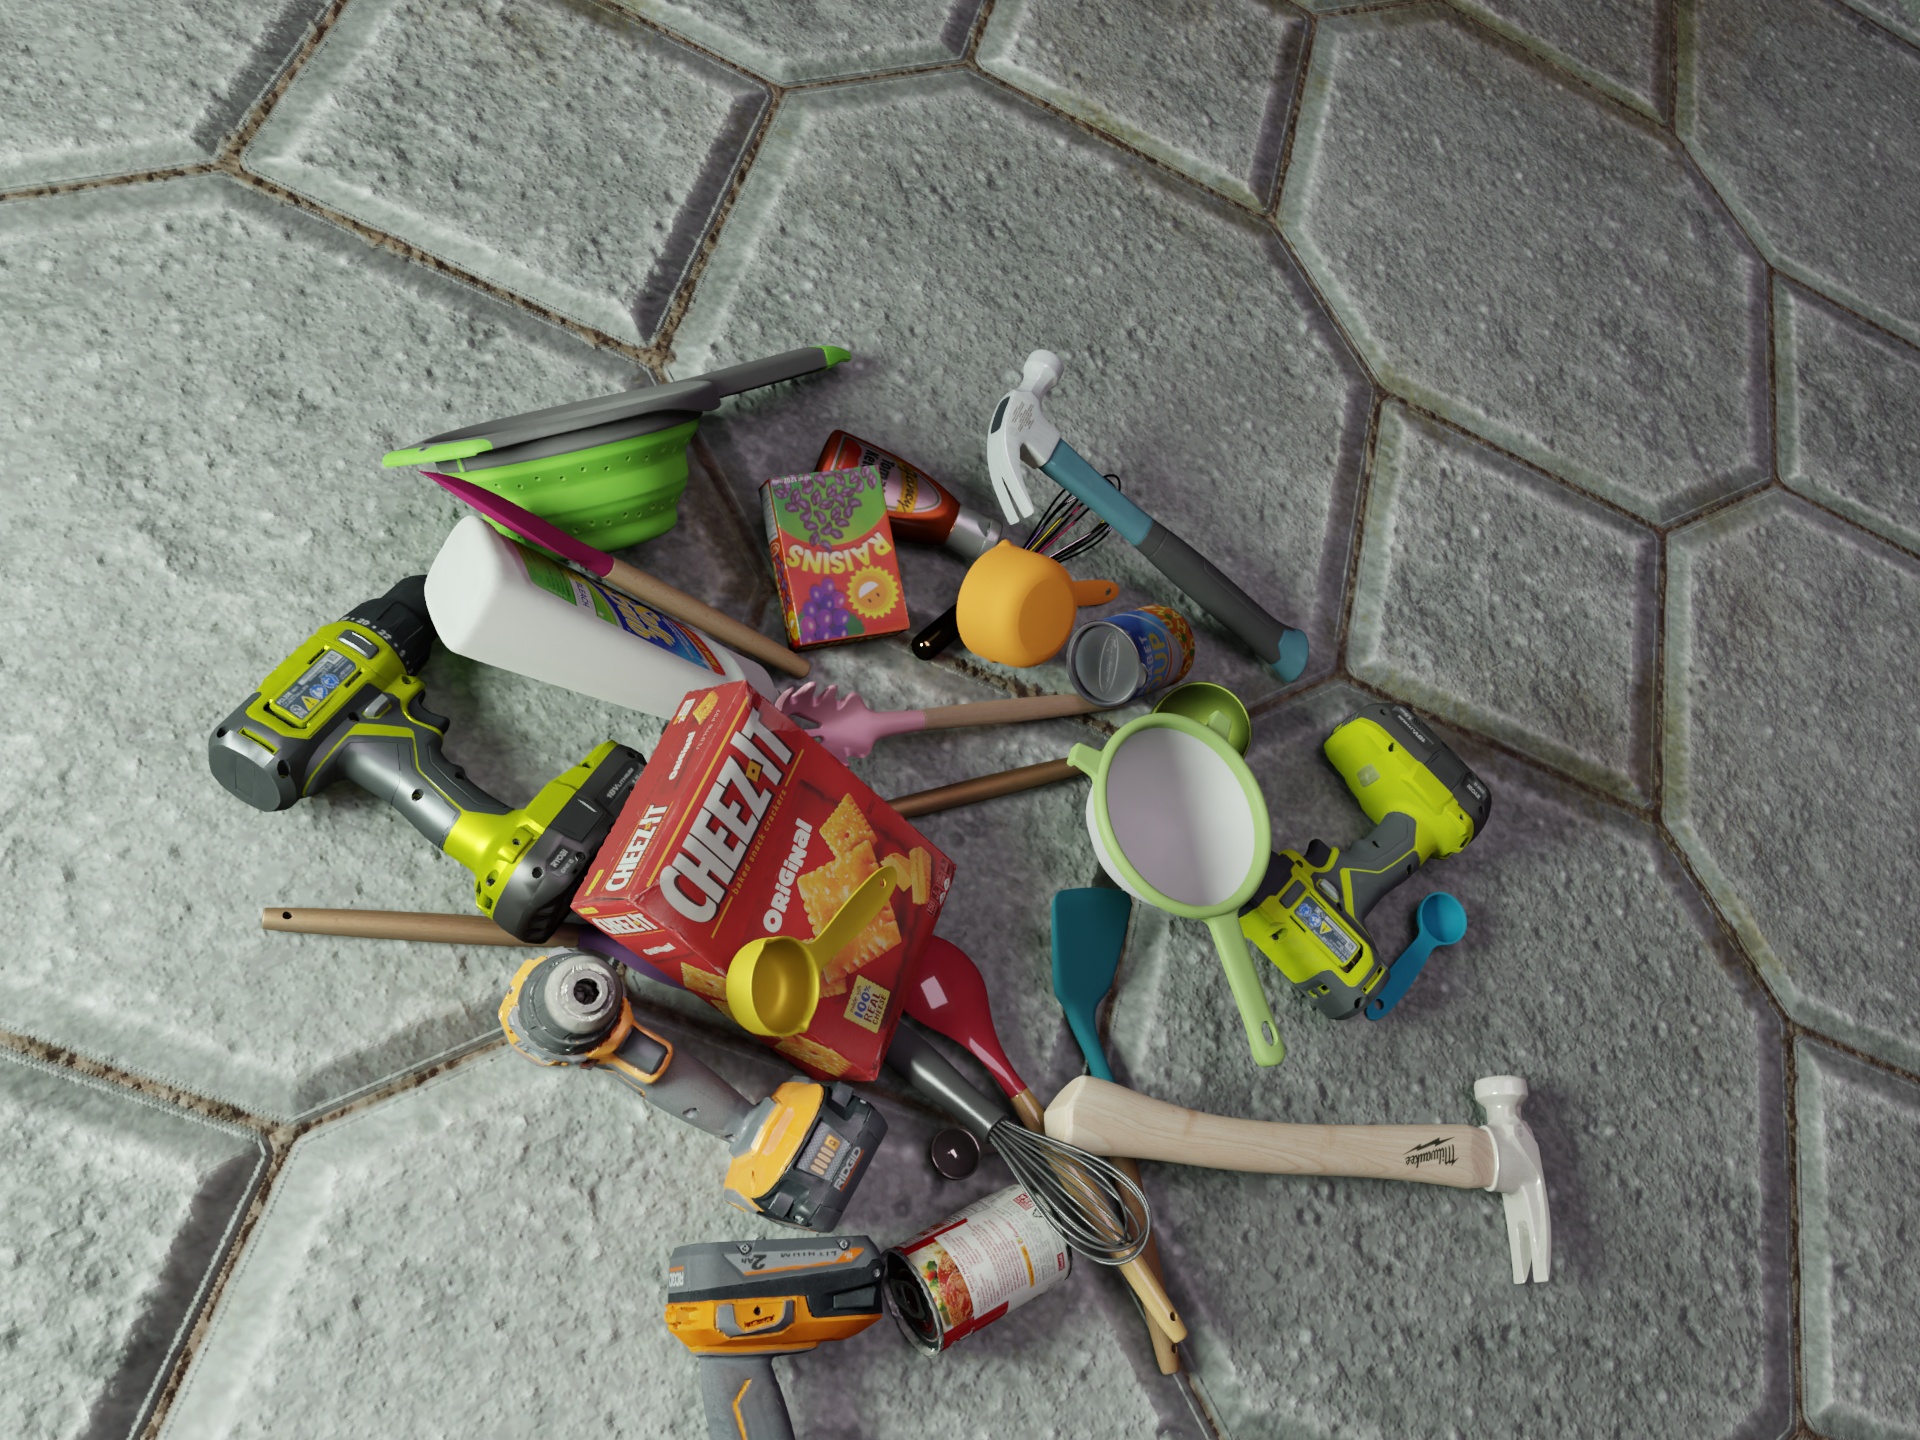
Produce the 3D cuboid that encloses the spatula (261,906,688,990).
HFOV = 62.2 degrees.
[{"bbox_3d":[-0.265,0.135,0.992,0.315,0.018,0.060,7,60,-21],"label":"spatula"}]

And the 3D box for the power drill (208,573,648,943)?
[{"bbox_3d":[-0.314,0.016,0.990,0.228,0.080,0.191,32,47,-1],"label":"power drill"}]

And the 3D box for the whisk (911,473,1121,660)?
[{"bbox_3d":[0.048,-0.124,1.238,0.051,0.047,0.245,48,61,2],"label":"whisk"}]

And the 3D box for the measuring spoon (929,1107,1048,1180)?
[{"bbox_3d":[0.031,0.278,1.055,0.124,0.018,0.034,-8,62,-33],"label":"measuring spoon"}]

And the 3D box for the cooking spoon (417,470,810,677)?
[{"bbox_3d":[-0.210,-0.090,1.032,0.318,0.069,0.017,29,86,-45],"label":"cooking spoon"}]

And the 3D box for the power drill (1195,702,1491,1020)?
[{"bbox_3d":[0.292,0.094,1.218,0.171,0.080,0.223,46,60,3],"label":"power drill"}]

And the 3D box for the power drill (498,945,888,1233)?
[{"bbox_3d":[-0.157,0.204,0.908,0.226,0.185,0.084,34,67,-8],"label":"power drill"}]

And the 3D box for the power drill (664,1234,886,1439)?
[{"bbox_3d":[-0.089,0.412,0.899,0.164,0.084,0.227,5,68,-22],"label":"power drill"}]

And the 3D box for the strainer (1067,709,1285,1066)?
[{"bbox_3d":[0.161,0.124,1.127,0.151,0.069,0.256,-12,78,-34],"label":"strainer"}]

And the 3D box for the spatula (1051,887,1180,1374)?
[{"bbox_3d":[0.111,0.271,1.071,0.082,0.044,0.318,7,63,-44],"label":"spatula"}]

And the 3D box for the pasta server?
[{"bbox_3d":[-0.002,-0.004,1.141,0.316,0.040,0.060,-6,83,-34],"label":"pasta server"}]

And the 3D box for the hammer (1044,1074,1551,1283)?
[{"bbox_3d":[0.242,0.304,1.092,0.410,0.038,0.146,11,63,-25],"label":"hammer"}]

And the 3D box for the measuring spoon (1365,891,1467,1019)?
[{"bbox_3d":[0.347,0.185,1.235,0.042,0.021,0.128,45,66,0],"label":"measuring spoon"}]

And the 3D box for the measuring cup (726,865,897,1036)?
[{"bbox_3d":[-0.086,0.131,0.952,0.156,0.029,0.062,-43,117,-50],"label":"measuring cup"}]

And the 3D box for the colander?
[{"bbox_3d":[-0.206,-0.190,1.129,0.397,0.204,0.094,-30,115,-47],"label":"colander"}]

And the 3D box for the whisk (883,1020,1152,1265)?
[{"bbox_3d":[0.023,0.252,0.995,0.239,0.055,0.055,34,53,28],"label":"whisk"}]

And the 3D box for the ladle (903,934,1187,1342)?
[{"bbox_3d":[0.051,0.268,1.044,0.069,0.031,0.315,-26,75,-40],"label":"ladle"}]

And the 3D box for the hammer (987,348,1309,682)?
[{"bbox_3d":[0.154,-0.142,1.254,0.330,0.033,0.128,37,65,-19],"label":"hammer"}]

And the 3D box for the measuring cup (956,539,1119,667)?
[{"bbox_3d":[0.077,-0.088,1.209,0.173,0.052,0.095,-9,112,-41],"label":"measuring cup"}]

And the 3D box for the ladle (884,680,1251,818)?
[{"bbox_3d":[0.073,0.034,1.165,0.320,0.062,0.078,-12,77,-25],"label":"ladle"}]
